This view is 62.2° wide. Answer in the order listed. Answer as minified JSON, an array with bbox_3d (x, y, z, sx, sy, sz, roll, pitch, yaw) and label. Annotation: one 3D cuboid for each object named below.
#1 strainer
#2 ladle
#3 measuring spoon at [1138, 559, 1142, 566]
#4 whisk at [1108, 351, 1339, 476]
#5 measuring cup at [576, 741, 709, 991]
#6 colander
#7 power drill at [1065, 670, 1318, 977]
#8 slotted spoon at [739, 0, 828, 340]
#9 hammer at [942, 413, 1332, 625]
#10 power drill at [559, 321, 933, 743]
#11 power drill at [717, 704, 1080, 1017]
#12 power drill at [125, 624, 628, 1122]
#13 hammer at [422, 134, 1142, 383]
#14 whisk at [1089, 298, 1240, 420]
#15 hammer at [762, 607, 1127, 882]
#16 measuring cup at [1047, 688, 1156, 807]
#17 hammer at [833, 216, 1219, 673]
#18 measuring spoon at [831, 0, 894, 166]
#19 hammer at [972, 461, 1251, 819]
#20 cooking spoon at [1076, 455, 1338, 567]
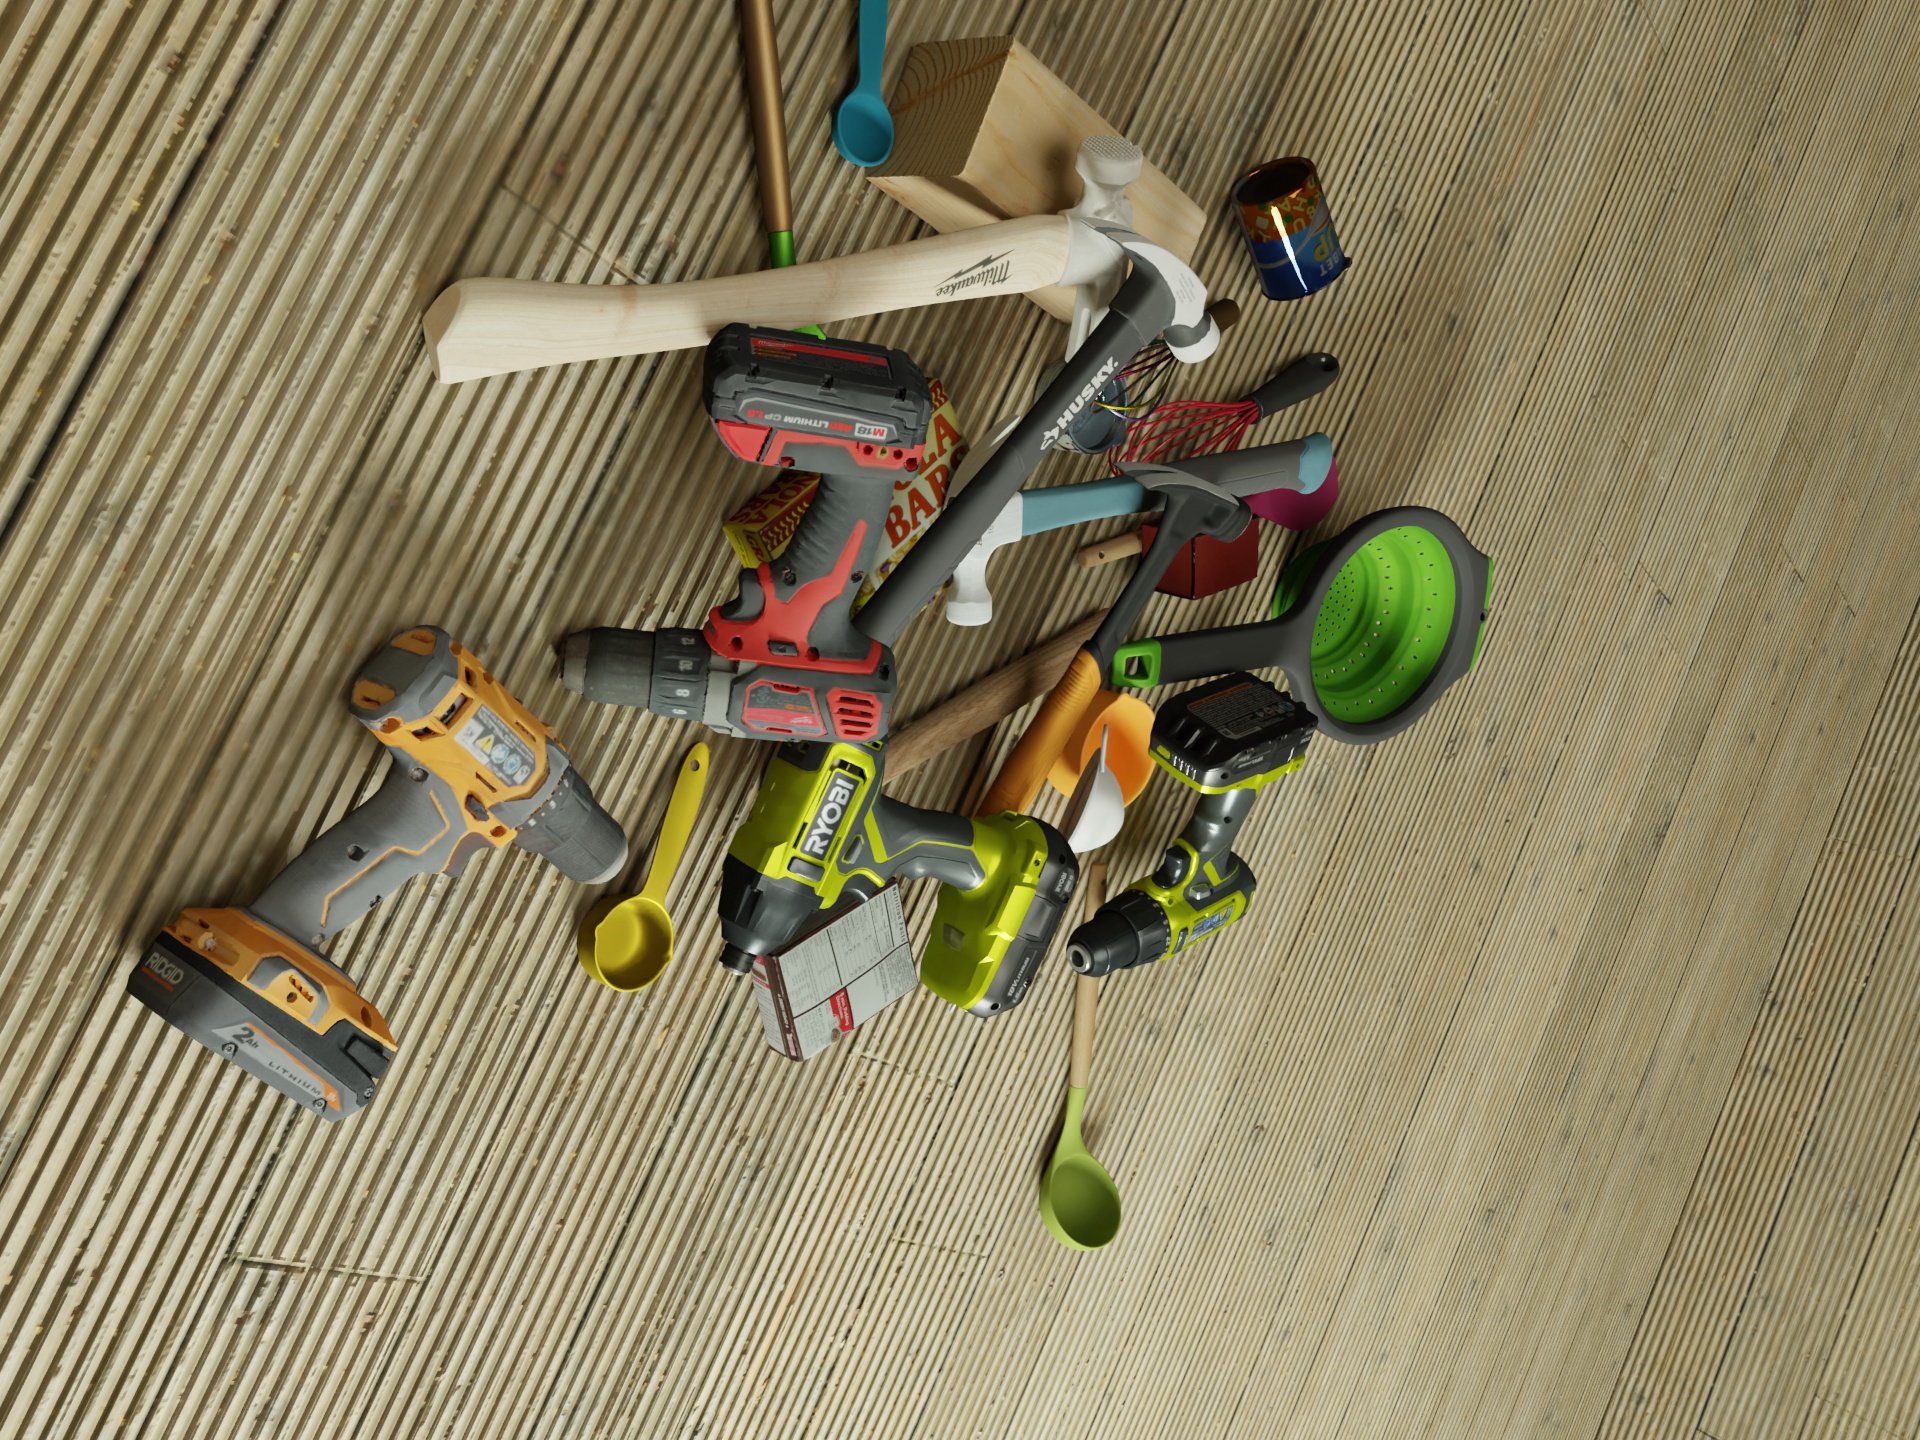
[{"bbox_3d":[0.057,0.115,1.136,0.050,0.087,0.258,30,113,-5],"label":"strainer"},{"bbox_3d":[0.106,0.272,1.280,0.078,0.062,0.320,-6,105,-43],"label":"ladle"},{"bbox_3d":[0.180,-0.128,1.255,0.117,0.011,0.021,-12,110,-38],"label":"measuring spoon"},{"bbox_3d":[0.210,-0.232,1.213,0.296,0.073,0.073,-33,124,-39],"label":"whisk"},{"bbox_3d":[-0.188,0.085,0.960,0.062,0.029,0.156,33,68,-45],"label":"measuring cup"},{"bbox_3d":[0.262,-0.078,1.298,0.397,0.095,0.204,-9,114,-31],"label":"colander"},{"bbox_3d":[0.172,0.089,1.211,0.190,0.080,0.228,-19,134,-41],"label":"power drill"},{"bbox_3d":[-0.104,-0.306,0.905,0.070,0.031,0.313,-21,116,-39],"label":"slotted spoon"},{"bbox_3d":[0.129,-0.156,1.088,0.331,0.033,0.128,-15,115,-31],"label":"hammer"},{"bbox_3d":[-0.115,-0.092,0.863,0.188,0.080,0.226,6,119,-12],"label":"power drill"},{"bbox_3d":[-0.043,0.103,1.015,0.223,0.080,0.171,27,87,-36],"label":"power drill"},{"bbox_3d":[-0.284,0.090,0.825,0.226,0.084,0.185,-57,136,-21],"label":"power drill"},{"bbox_3d":[-0.084,-0.227,0.880,0.410,0.038,0.146,-16,136,-24],"label":"hammer"},{"bbox_3d":[0.143,-0.262,1.116,0.245,0.047,0.051,-42,127,-50],"label":"whisk"},{"bbox_3d":[-0.002,-0.004,1.100,0.331,0.031,0.130,-31,123,-34],"label":"hammer"},{"bbox_3d":[0.132,0.011,1.222,0.173,0.052,0.095,-15,114,-43],"label":"measuring cup"},{"bbox_3d":[0.022,-0.148,0.952,0.335,0.035,0.146,-50,148,2],"label":"hammer"},{"bbox_3d":[-0.058,-0.389,0.934,0.042,0.021,0.128,2,93,-42],"label":"measuring spoon"},{"bbox_3d":[0.074,-0.019,1.088,0.127,0.034,0.336,9,117,-49],"label":"hammer"},{"bbox_3d":[0.204,-0.163,1.258,0.319,0.017,0.068,-21,111,-39],"label":"cooking spoon"}]
